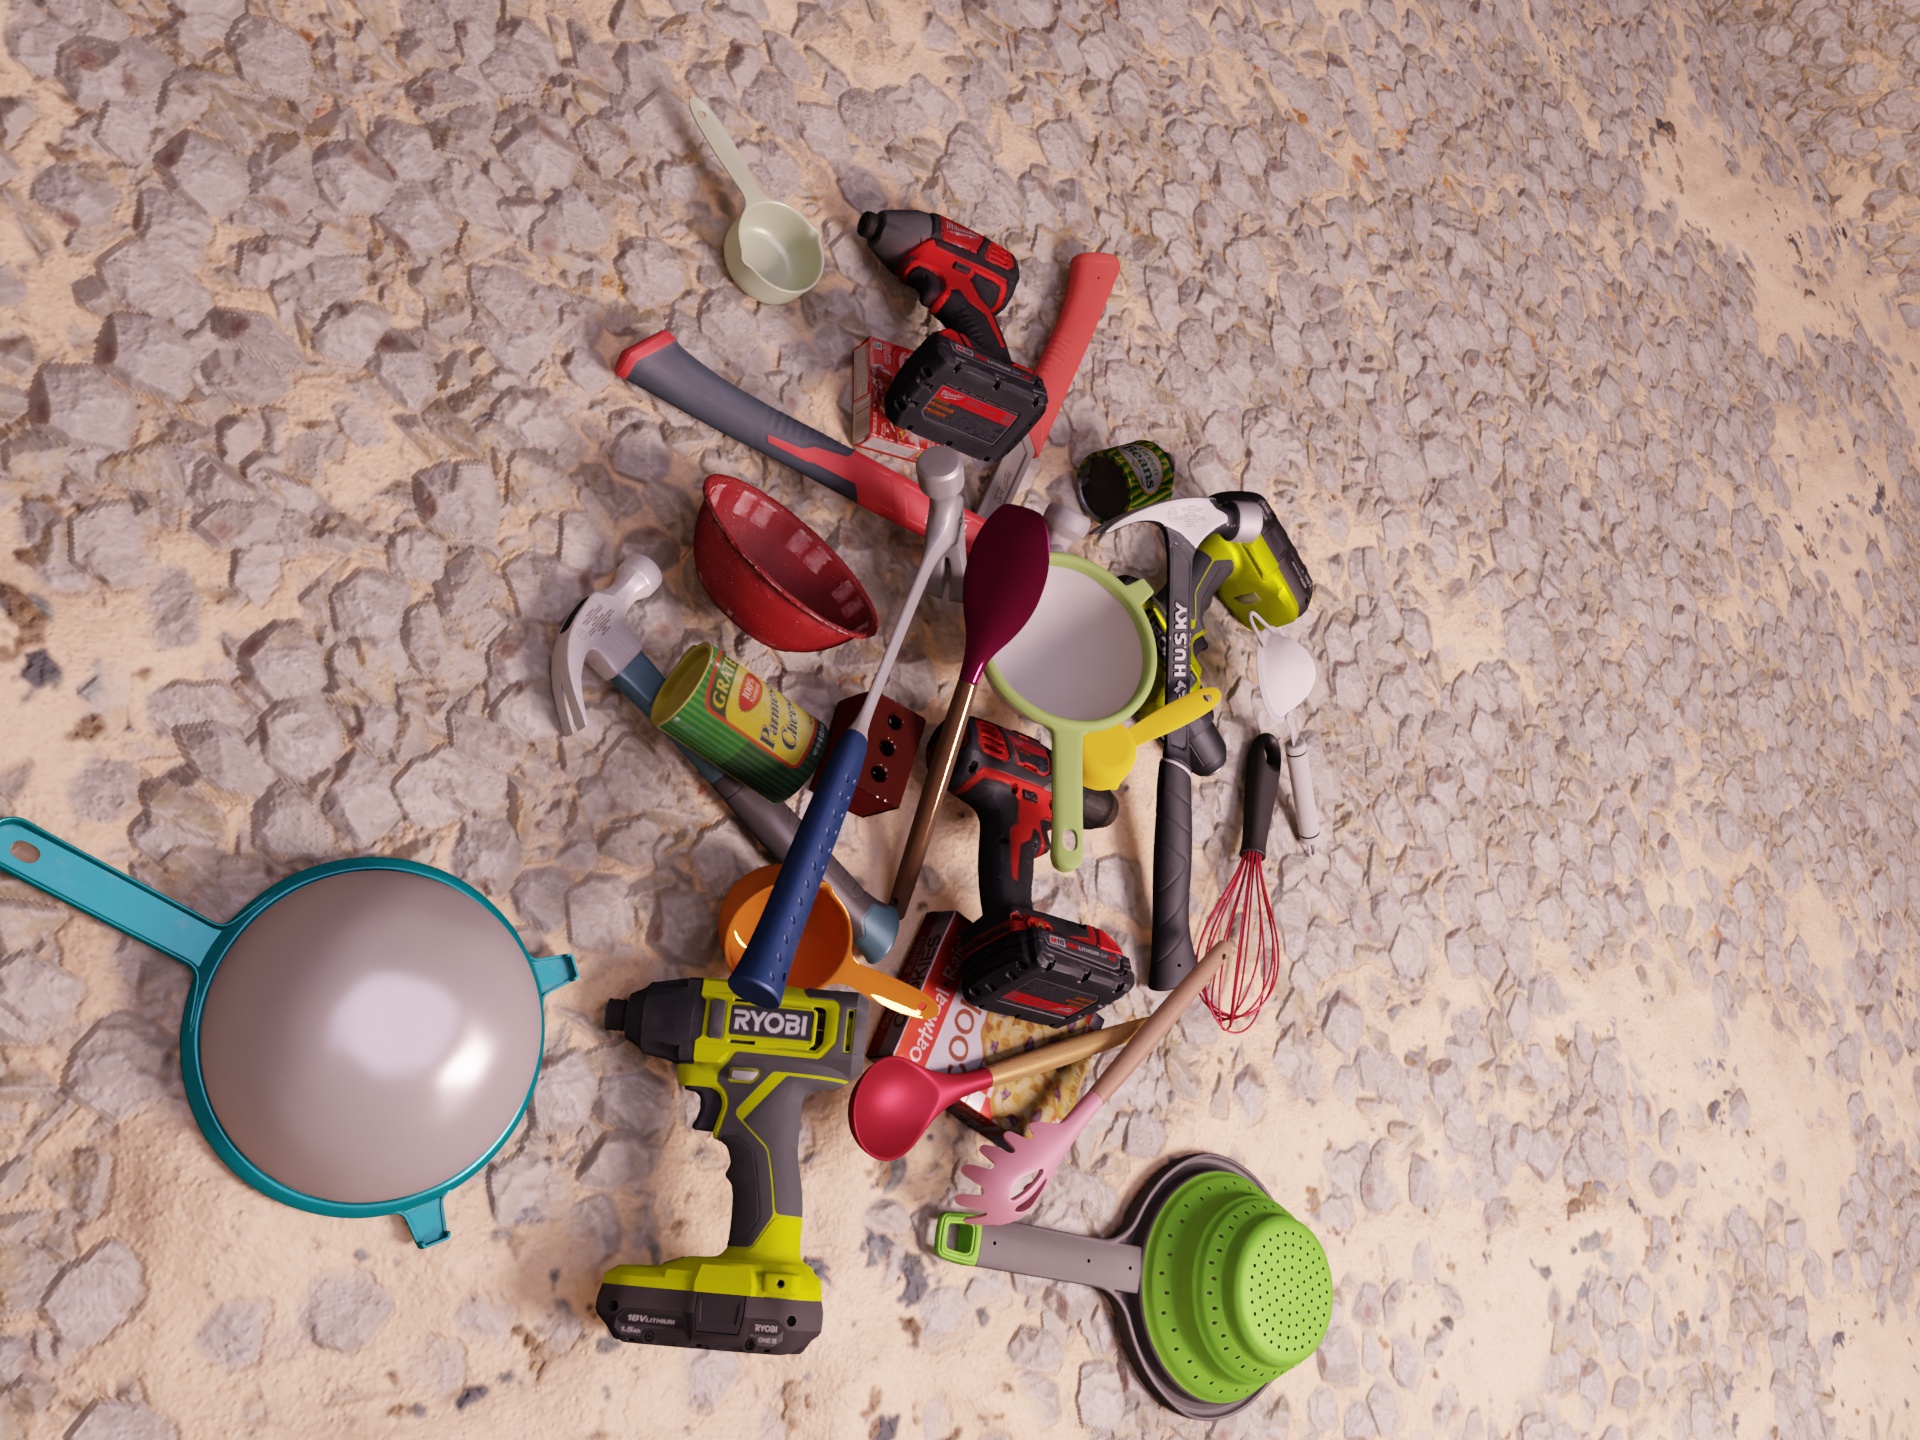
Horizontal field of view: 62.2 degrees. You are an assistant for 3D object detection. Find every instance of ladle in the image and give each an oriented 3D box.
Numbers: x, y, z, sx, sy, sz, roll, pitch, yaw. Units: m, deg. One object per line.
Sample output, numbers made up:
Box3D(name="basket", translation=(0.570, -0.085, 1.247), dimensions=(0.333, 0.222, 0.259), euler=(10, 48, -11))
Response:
Box3D(name="ladle", translation=(0.039, 0.253, 1.160), dimensions=(0.315, 0.031, 0.069), euler=(-7, 89, -41))

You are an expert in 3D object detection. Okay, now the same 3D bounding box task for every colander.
Box3D(name="colander", translation=(0.161, 0.422, 1.213), dimensions=(0.396, 0.094, 0.205), euler=(21, 65, -31))

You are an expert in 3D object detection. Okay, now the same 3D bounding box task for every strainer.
Box3D(name="strainer", translation=(0.301, 0.016, 1.422), dimensions=(0.087, 0.050, 0.258), euler=(-52, 135, -48))
Box3D(name="strainer", translation=(-0.371, 0.143, 0.888), dimensions=(0.340, 0.095, 0.211), euler=(37, 58, -25))
Box3D(name="strainer", translation=(0.070, -0.002, 1.210), dimensions=(0.151, 0.069, 0.257), euler=(9, 66, -18))

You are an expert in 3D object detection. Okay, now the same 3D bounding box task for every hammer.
Box3D(name="hammer", translation=(-0.066, 0.007, 1.083), dimensions=(0.035, 0.144, 0.406), euler=(13, 59, 12))
Box3D(name="hammer", translation=(-0.088, -0.173, 1.214), dimensions=(0.386, 0.038, 0.143), euler=(25, 93, -23))
Box3D(name="hammer", translation=(0.175, 0.019, 1.314), dimensions=(0.149, 0.036, 0.409), euler=(1, 92, -22))
Box3D(name="hammer", translation=(0.077, -0.269, 1.380), dimensions=(0.149, 0.037, 0.359), euler=(37, 58, -24))
Box3D(name="hammer", translation=(-0.156, 0.044, 1.118), dimensions=(0.330, 0.033, 0.128), euler=(49, 53, -16))

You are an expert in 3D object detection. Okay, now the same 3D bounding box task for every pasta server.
Box3D(name="pasta server", translation=(0.111, 0.264, 1.197), dimensions=(0.316, 0.040, 0.060), euler=(-40, 125, -35))

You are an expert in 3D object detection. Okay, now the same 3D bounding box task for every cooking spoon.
Box3D(name="cooking spoon", translation=(-0.002, -0.004, 1.168), dimensions=(0.017, 0.069, 0.319), euler=(6, 102, -60))

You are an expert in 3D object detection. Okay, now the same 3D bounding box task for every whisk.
Box3D(name="whisk", translation=(0.253, 0.135, 1.391), dimensions=(0.073, 0.073, 0.296), euler=(32, 54, -26))

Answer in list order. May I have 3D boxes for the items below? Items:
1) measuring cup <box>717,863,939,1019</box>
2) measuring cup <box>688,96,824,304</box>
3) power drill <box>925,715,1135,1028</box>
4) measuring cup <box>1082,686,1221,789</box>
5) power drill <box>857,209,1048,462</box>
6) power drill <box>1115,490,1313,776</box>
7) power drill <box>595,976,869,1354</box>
Box3D(name="measuring cup", translation=(-0.090, 0.161, 1.106), dimensions=(0.173, 0.052, 0.095), euler=(31, 94, -26))
Box3D(name="measuring cup", translation=(-0.170, -0.399, 1.230), dimensions=(0.083, 0.038, 0.167), euler=(-35, 98, -38))
Box3D(name="power drill", translation=(0.065, 0.113, 1.215), dimensions=(0.187, 0.080, 0.227), euler=(23, 45, -39))
Box3D(name="measuring cup", translation=(0.151, 0.004, 1.263), dimensions=(0.156, 0.029, 0.062), euler=(-26, 76, -23))
Box3D(name="power drill", translation=(-0.011, -0.322, 1.273), dimensions=(0.143, 0.078, 0.220), euler=(17, 47, -31))
Box3D(name="power drill", translation=(0.217, -0.080, 1.410), dimensions=(0.228, 0.080, 0.190), euler=(-46, 109, -34))
Box3D(name="power drill", translation=(-0.153, 0.277, 1.007), dimensions=(0.171, 0.080, 0.223), euler=(6, 70, -2))
